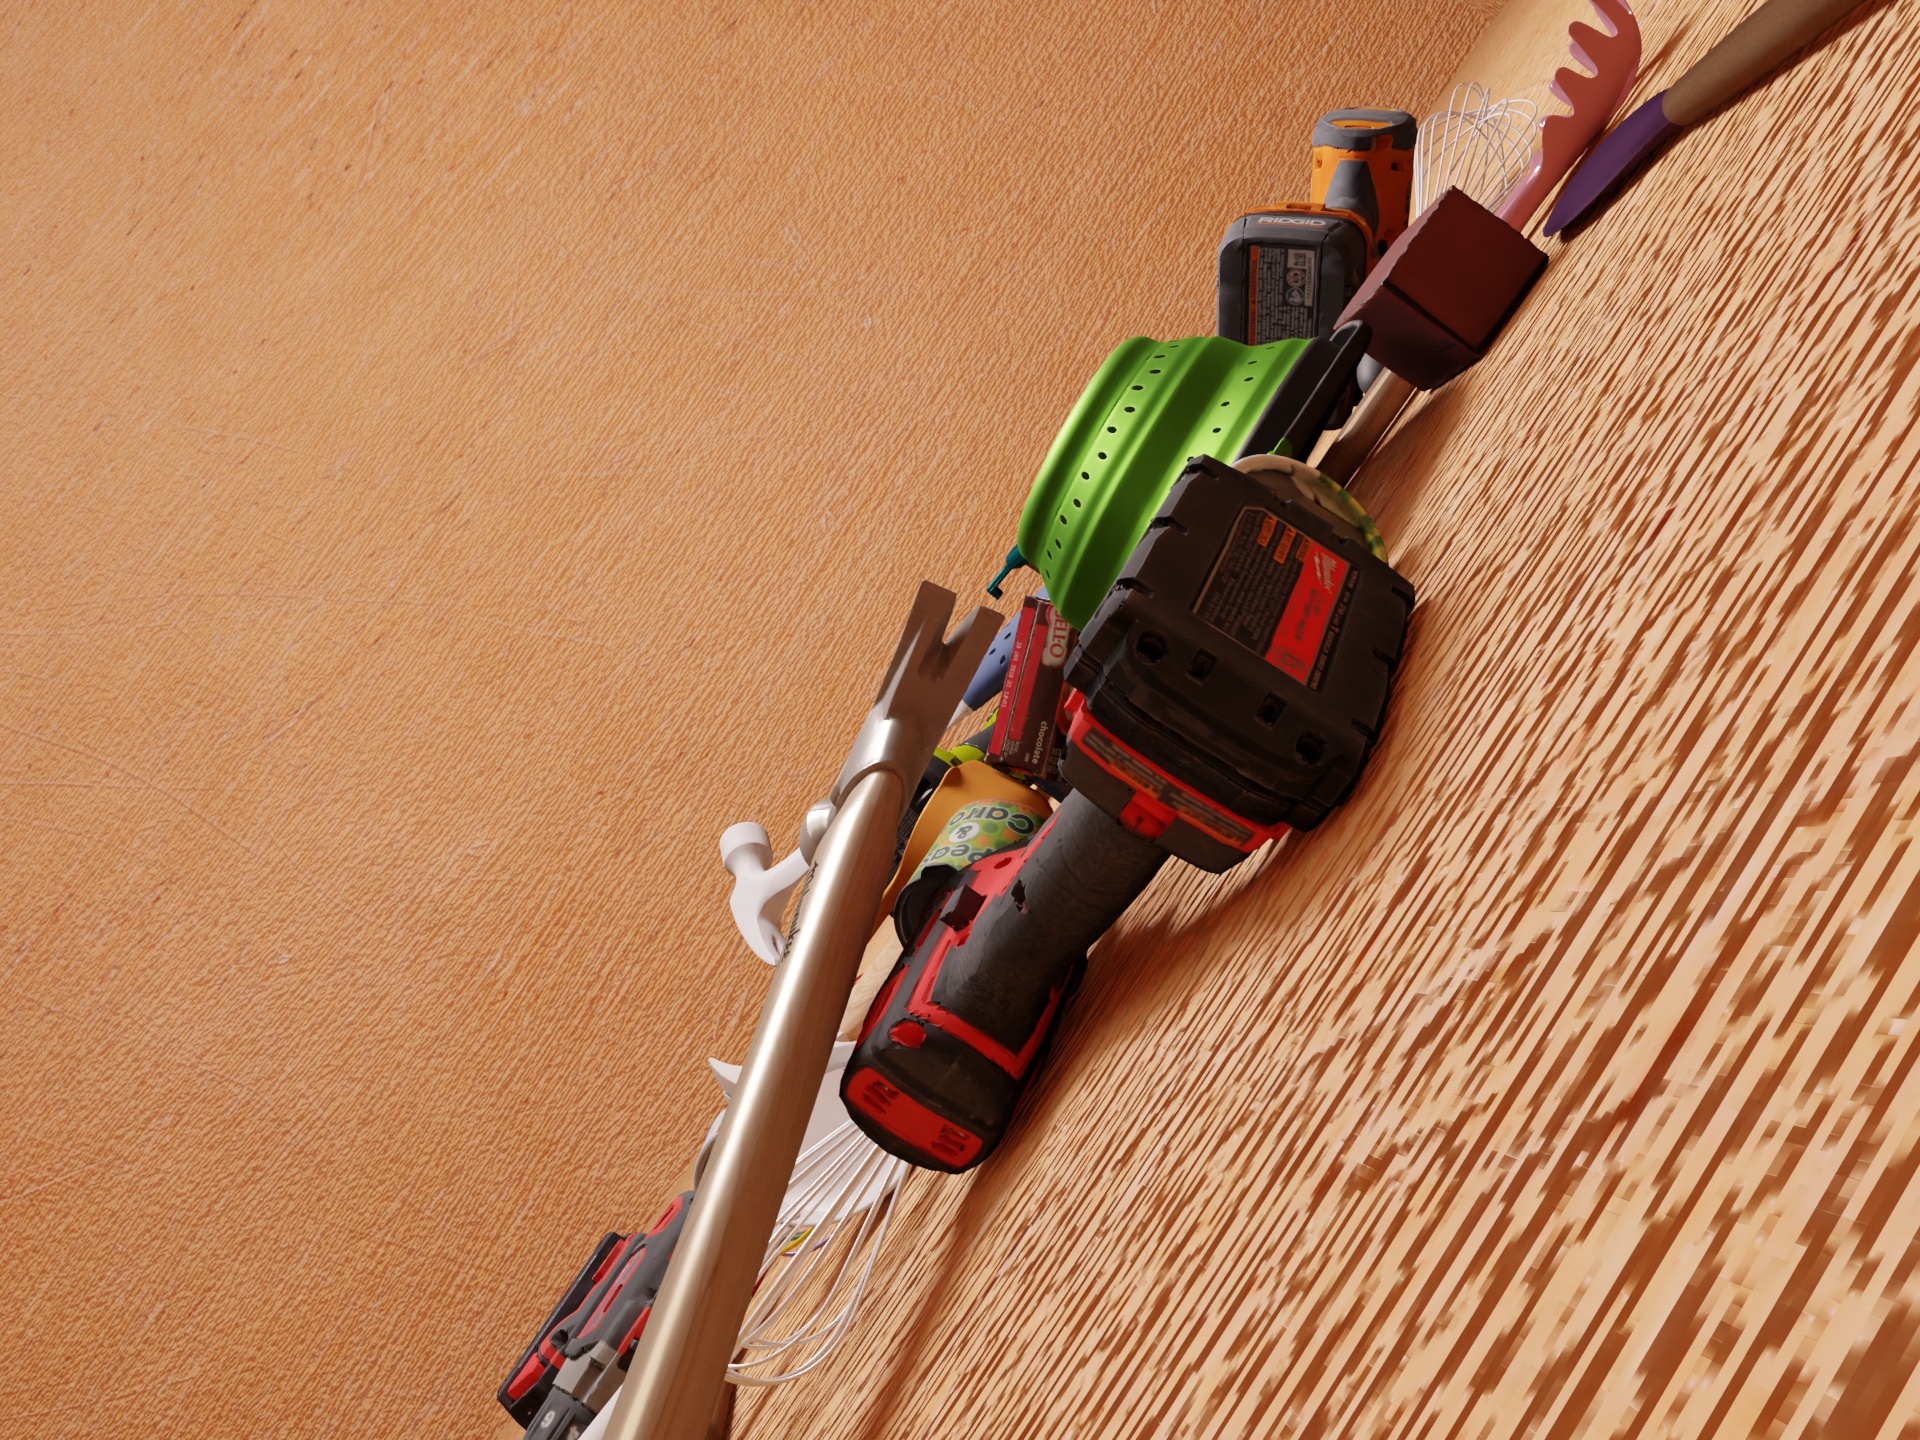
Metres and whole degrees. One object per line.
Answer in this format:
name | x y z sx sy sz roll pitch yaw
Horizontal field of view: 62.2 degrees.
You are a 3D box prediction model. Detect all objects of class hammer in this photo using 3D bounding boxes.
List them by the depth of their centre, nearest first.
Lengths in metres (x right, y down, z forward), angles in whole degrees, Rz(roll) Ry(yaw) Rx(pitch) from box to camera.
hammer | -0.060 0.127 0.460 0.411 0.038 0.146 -73 8 -48
hammer | -0.047 0.155 0.926 0.130 0.031 0.331 -21 4 15
hammer | -0.002 -0.003 0.968 0.405 0.035 0.144 -45 37 17

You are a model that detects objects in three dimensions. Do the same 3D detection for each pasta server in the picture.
pasta server | 0.228 -0.203 0.756 0.316 0.040 0.060 -56 -12 5

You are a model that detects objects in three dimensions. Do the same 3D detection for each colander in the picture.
colander | 0.111 -0.119 0.777 0.204 0.094 0.397 -62 -8 19

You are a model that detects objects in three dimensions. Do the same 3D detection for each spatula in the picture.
spatula | 0.247 -0.209 0.526 0.060 0.018 0.316 -56 -1 7

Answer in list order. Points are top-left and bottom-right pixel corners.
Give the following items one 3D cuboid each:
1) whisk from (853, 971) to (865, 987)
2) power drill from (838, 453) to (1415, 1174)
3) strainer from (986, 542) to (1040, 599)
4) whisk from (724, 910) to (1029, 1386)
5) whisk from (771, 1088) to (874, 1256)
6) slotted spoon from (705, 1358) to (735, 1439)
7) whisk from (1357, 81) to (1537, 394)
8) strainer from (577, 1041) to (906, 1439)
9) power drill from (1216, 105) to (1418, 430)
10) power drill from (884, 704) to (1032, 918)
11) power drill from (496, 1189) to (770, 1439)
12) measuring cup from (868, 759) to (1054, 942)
whisk | -0.076 0.205 0.968 0.073 0.073 0.296 -55 6 4
power drill | 0.043 0.034 0.498 0.219 0.078 0.143 -58 -1 39
strainer | 0.171 -0.195 1.130 0.340 0.095 0.211 -47 4 -31
whisk | -0.014 0.136 0.586 0.246 0.058 0.059 -50 -10 -28
whisk | -0.018 0.141 0.737 0.245 0.051 0.047 -52 -6 -19
slotted spoon | -0.097 0.269 0.571 0.070 0.031 0.313 -54 -1 -9
whisk | 0.263 -0.266 0.870 0.285 0.070 0.070 -62 4 -35
strainer | -0.087 0.220 0.629 0.087 0.050 0.258 11 46 39
power drill | 0.220 -0.257 0.952 0.226 0.084 0.164 -53 -33 -47
power drill | 0.008 0.044 1.153 0.228 0.080 0.190 -38 -11 -45
power drill | -0.180 0.336 0.800 0.188 0.080 0.226 -55 2 -28
measuring cup | -0.009 0.092 0.779 0.174 0.052 0.095 -47 -27 -44
